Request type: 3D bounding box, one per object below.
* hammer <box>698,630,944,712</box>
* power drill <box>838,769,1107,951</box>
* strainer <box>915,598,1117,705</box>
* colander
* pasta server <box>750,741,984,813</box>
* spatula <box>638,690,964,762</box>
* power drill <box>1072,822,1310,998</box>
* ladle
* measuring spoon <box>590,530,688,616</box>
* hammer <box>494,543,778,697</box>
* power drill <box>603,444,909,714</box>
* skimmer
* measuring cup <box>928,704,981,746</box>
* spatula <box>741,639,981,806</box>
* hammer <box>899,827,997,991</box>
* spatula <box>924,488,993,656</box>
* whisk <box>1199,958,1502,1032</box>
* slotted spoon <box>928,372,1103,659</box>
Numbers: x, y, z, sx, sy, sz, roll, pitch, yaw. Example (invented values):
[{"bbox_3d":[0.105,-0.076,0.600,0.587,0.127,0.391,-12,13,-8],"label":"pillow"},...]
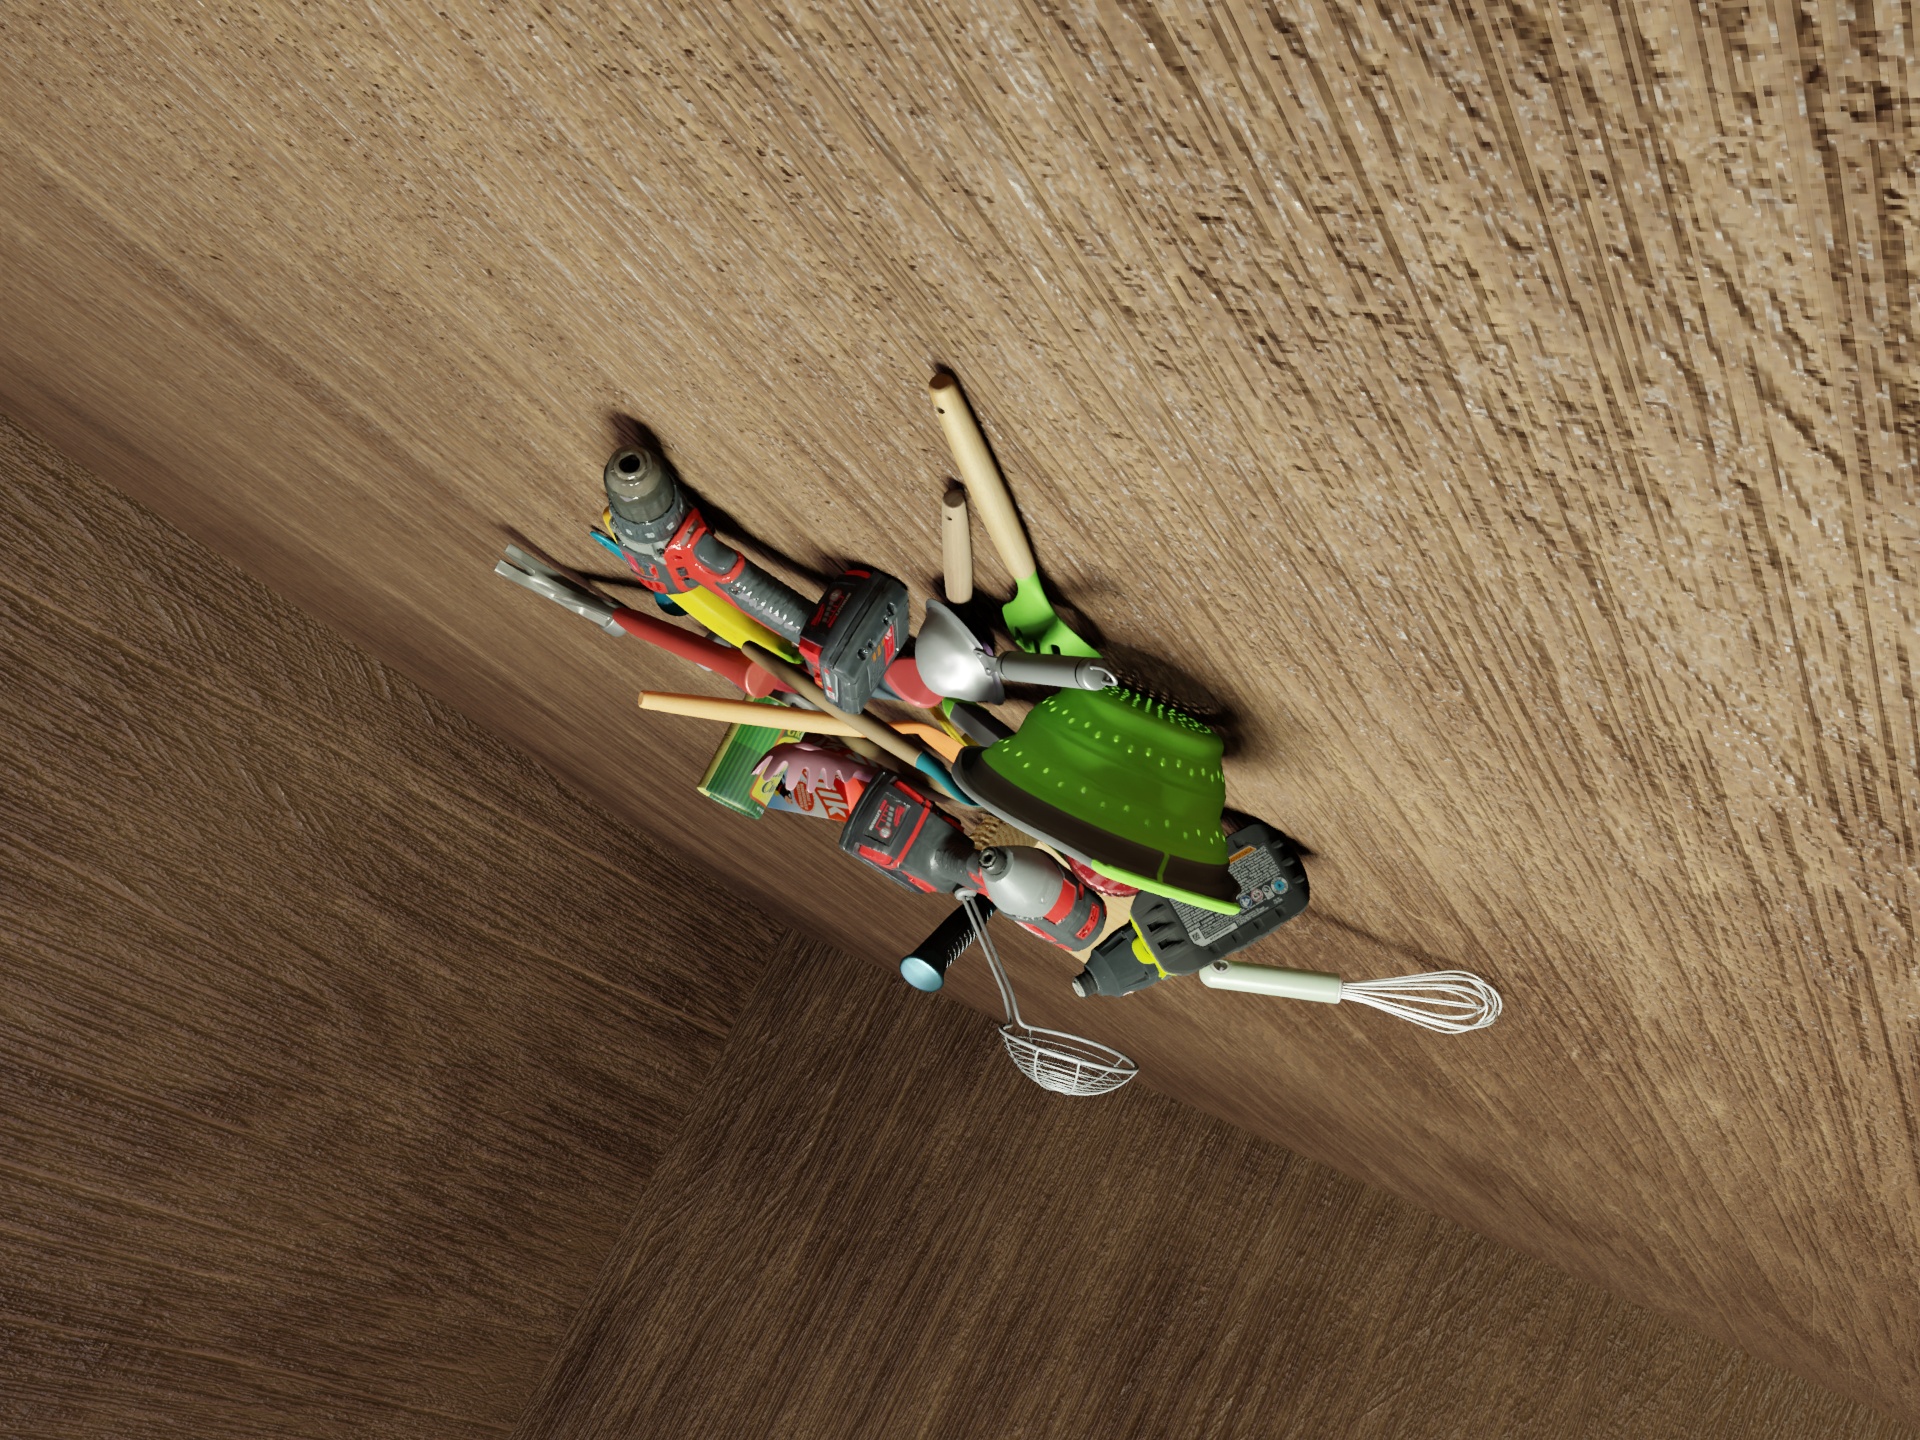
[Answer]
[{"bbox_3d":[-0.103,-0.027,1.372,0.143,0.038,0.386,34,167,-26],"label":"hammer"},{"bbox_3d":[0.007,0.119,1.332,0.220,0.078,0.143,19,167,44],"label":"power drill"},{"bbox_3d":[0.026,-0.035,1.003,0.086,0.050,0.258,58,160,-19],"label":"strainer"},{"bbox_3d":[0.077,0.009,1.107,0.204,0.094,0.397,19,-171,-24],"label":"colander"},{"bbox_3d":[-0.052,0.065,1.451,0.316,0.040,0.060,17,-178,-41],"label":"pasta server"},{"bbox_3d":[-0.101,0.012,1.252,0.322,0.041,0.081,8,-176,-32],"label":"spatula"},{"bbox_3d":[0.181,0.166,1.287,0.080,0.171,0.223,60,166,12],"label":"power drill"},{"bbox_3d":[0.022,0.063,1.384,0.320,0.078,0.062,25,133,11],"label":"ladle"},{"bbox_3d":[-0.287,-0.127,1.416,0.042,0.021,0.128,14,162,44],"label":"measuring spoon"},{"bbox_3d":[-0.284,-0.085,1.439,0.359,0.037,0.149,22,173,47],"label":"hammer"},{"bbox_3d":[-0.152,-0.107,1.136,0.227,0.080,0.187,30,166,7],"label":"power drill"},{"bbox_3d":[0.047,0.194,1.484,0.127,0.090,0.364,16,-142,-46],"label":"skimmer"},{"bbox_3d":[-0.002,-0.004,1.328,0.156,0.029,0.062,51,163,-30],"label":"measuring cup"},{"bbox_3d":[-0.044,0.007,1.206,0.318,0.044,0.082,31,-167,24],"label":"spatula"},{"bbox_3d":[0.016,0.194,1.589,0.128,0.033,0.331,47,-157,4],"label":"hammer"},{"bbox_3d":[-0.002,-0.083,1.046,0.060,0.018,0.315,31,167,9],"label":"spatula"},{"bbox_3d":[0.322,0.224,1.323,0.246,0.058,0.059,6,127,10],"label":"whisk"},{"bbox_3d":[0.028,-0.101,0.912,0.070,0.031,0.313,26,165,25],"label":"slotted spoon"}]
